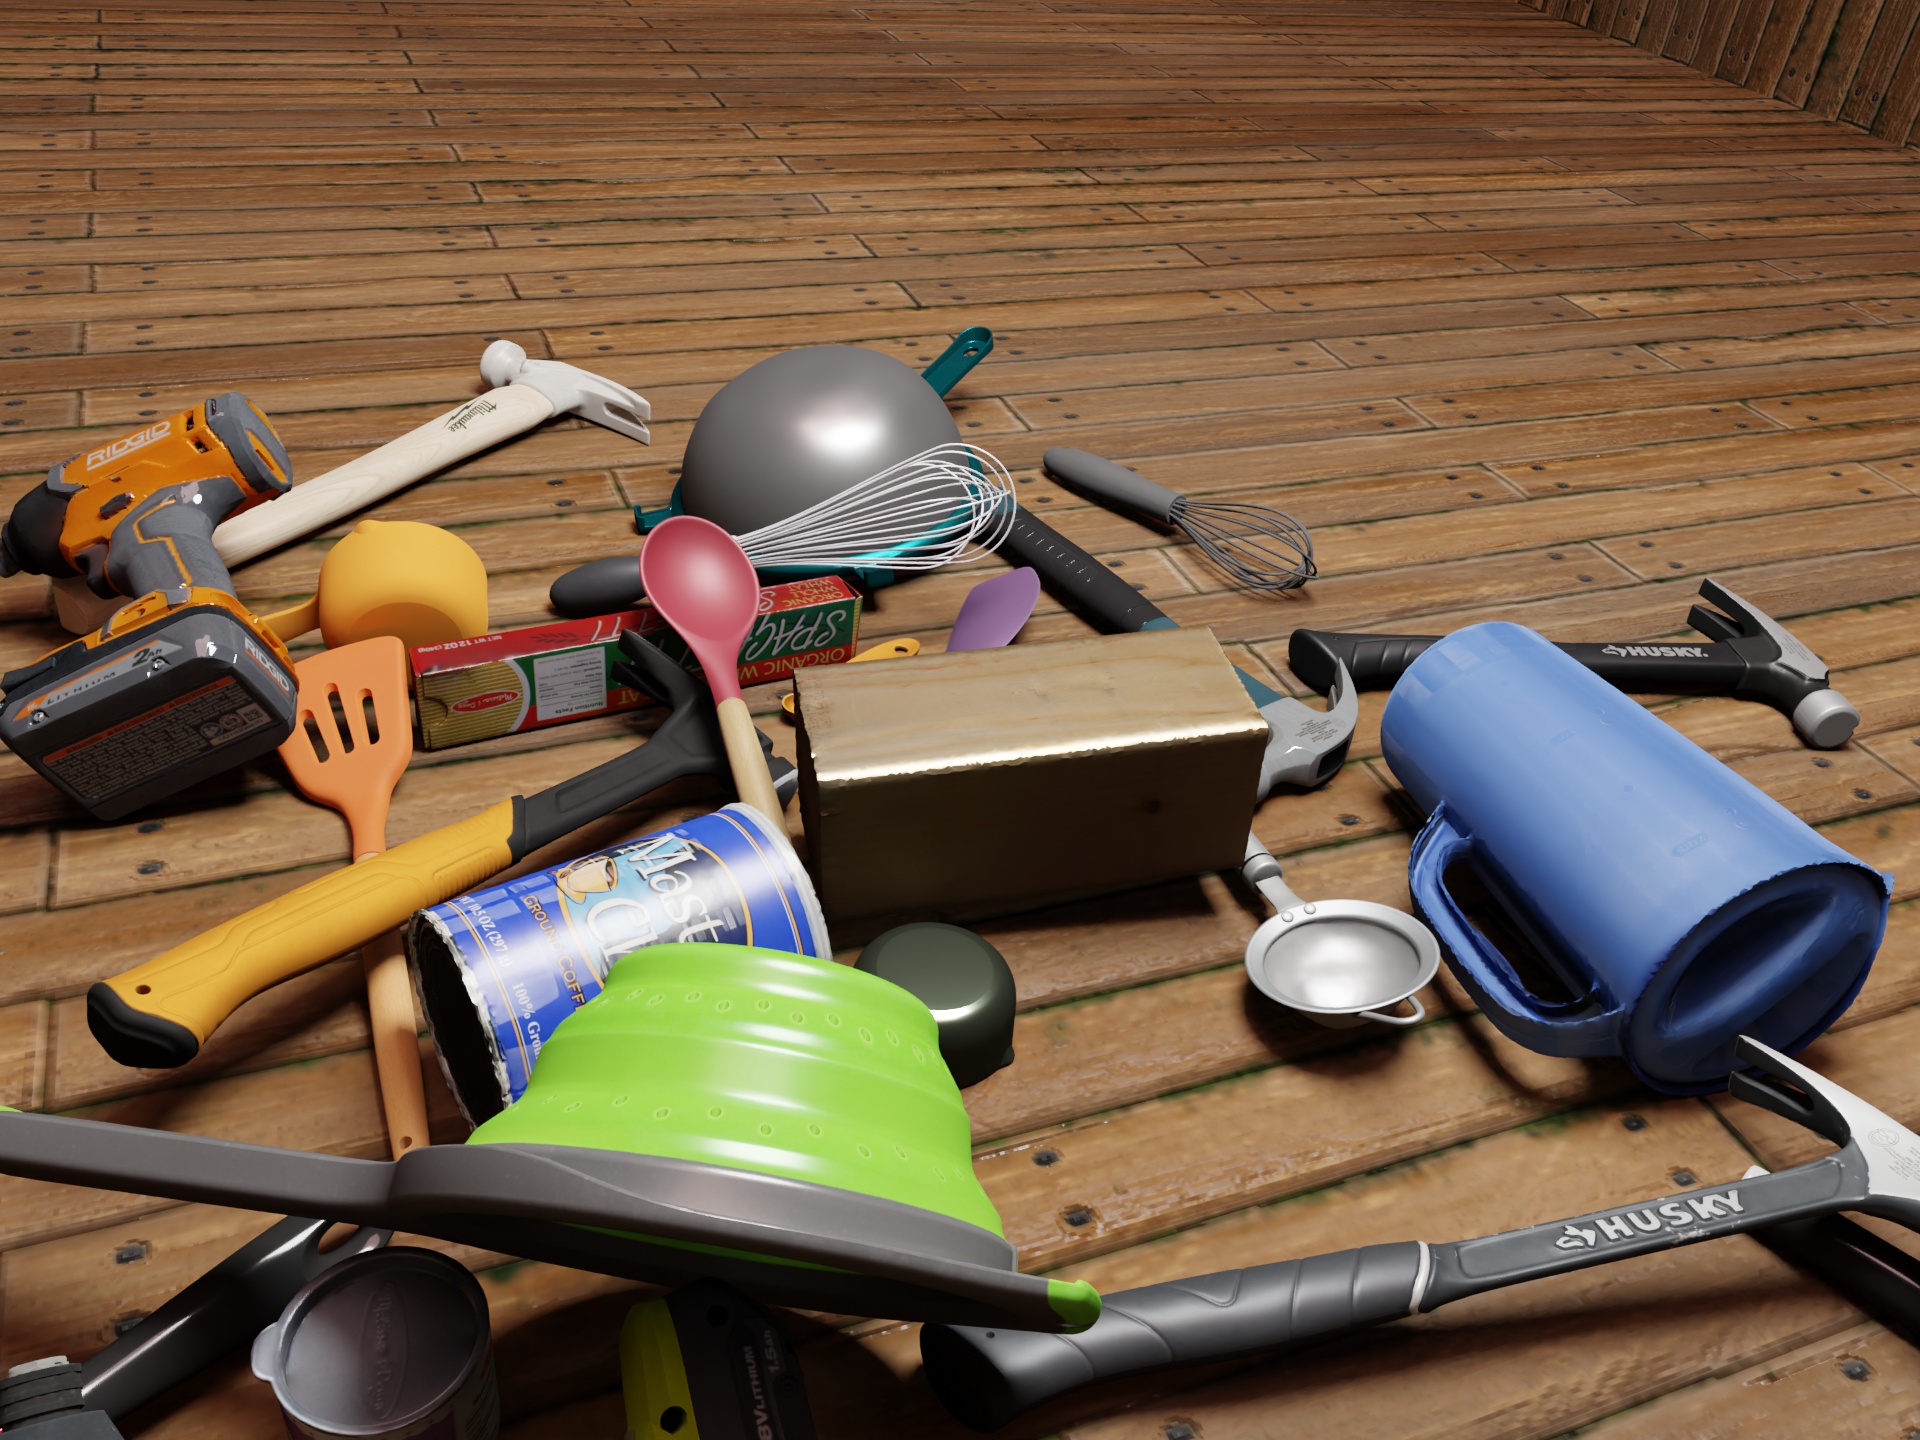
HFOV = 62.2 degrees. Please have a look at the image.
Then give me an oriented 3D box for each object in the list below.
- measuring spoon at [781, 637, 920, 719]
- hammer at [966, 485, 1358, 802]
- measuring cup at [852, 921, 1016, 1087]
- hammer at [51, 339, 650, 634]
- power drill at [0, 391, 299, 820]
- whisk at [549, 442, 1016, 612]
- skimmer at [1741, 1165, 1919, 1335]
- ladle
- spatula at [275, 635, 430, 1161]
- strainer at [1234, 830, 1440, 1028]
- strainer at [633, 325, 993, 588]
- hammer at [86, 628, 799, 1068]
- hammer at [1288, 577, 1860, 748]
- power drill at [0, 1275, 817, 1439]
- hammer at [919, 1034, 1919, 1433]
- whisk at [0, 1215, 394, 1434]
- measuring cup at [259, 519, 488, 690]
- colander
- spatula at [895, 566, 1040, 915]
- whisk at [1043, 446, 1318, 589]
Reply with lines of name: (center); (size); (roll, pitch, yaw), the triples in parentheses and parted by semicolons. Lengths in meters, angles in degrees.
measuring spoon: (-0.062, -0.024, 0.920); (0.021, 0.011, 0.117); (30, 38, 24)
hammer: (0.109, -0.061, 0.978); (0.128, 0.033, 0.331); (-19, 43, -30)
measuring cup: (-0.031, 0.142, 0.662); (0.083, 0.038, 0.168); (19, 35, 17)
hammer: (-0.378, -0.151, 1.022); (0.146, 0.038, 0.411); (24, 39, 21)
power drill: (-0.423, -0.062, 0.808); (0.164, 0.084, 0.227); (-24, 50, -1)
whisk: (-0.107, -0.105, 0.939); (0.284, 0.070, 0.070); (-12, 36, 5)
skimmer: (0.450, 0.251, 0.541); (0.364, 0.090, 0.127); (32, 58, 34)
ladle: (-0.106, 0.012, 0.782); (0.069, 0.031, 0.316); (5, 43, -30)
spatula: (-0.268, 0.075, 0.718); (0.081, 0.041, 0.323); (-21, 43, -10)
strainer: (0.153, 0.081, 0.781); (0.087, 0.050, 0.259); (-16, 34, -11)
strainer: (-0.062, -0.224, 1.086); (0.211, 0.095, 0.340); (15, 43, 23)
hammer: (-0.224, 0.053, 0.711); (0.127, 0.034, 0.337); (39, 38, 18)
hammer: (0.369, -0.040, 0.991); (0.334, 0.035, 0.146); (1, 36, -8)
power drill: (-0.150, 0.239, 0.432); (0.223, 0.080, 0.171); (-8, 69, -22)
hammer: (0.187, 0.200, 0.595); (0.409, 0.036, 0.149); (-7, 24, -10)
whisk: (-0.298, 0.230, 0.484); (0.073, 0.073, 0.296); (27, 35, 26)
measuring cup: (-0.339, -0.044, 0.855); (0.173, 0.095, 0.052); (-20, 48, -4)
colander: (-0.148, 0.122, 0.521); (0.397, 0.204, 0.095); (6, 65, 7)
spatula: (-0.001, -0.003, 0.883); (0.060, 0.018, 0.316); (-18, 29, 25)
whisk: (0.145, -0.144, 1.094); (0.055, 0.055, 0.239); (-26, 42, -38)
